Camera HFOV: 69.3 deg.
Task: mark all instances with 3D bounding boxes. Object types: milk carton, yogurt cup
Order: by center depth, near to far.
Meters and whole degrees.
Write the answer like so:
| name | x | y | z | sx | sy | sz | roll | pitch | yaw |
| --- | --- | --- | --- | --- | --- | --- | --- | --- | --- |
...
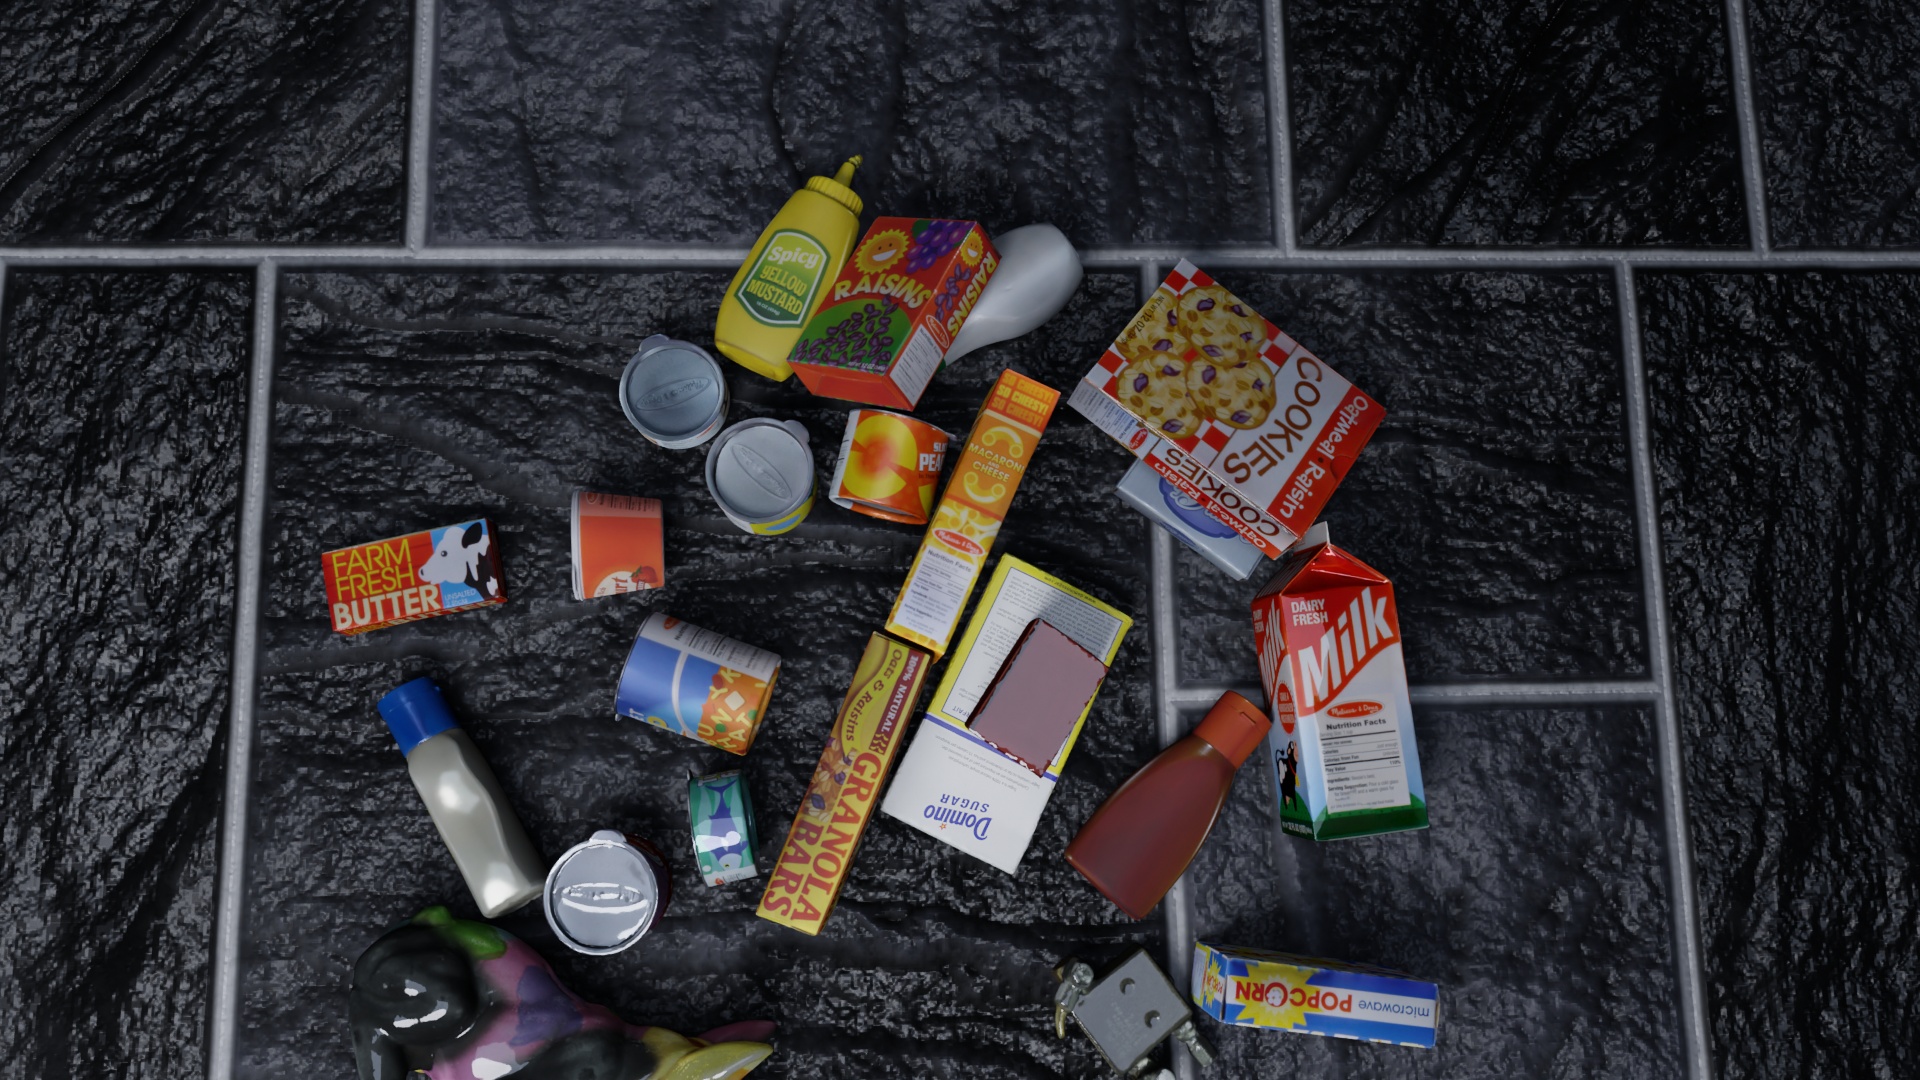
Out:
| name | x | y | z | sx | sy | sz | roll | pitch | yaw |
| --- | --- | --- | --- | --- | --- | --- | --- | --- | --- |
| yogurt cup | -0.211 | 0.002 | 0.860 | 0.054 | 0.072 | 0.072 | -2 | 82 | -12 |
| milk carton | 0.232 | 0.086 | 0.868 | 0.073 | 0.072 | 0.190 | -6 | 83 | -4 |

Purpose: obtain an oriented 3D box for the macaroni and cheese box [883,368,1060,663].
| name | x | y | z | sx | sy | sz | roll | pitch | yaw |
| --- | --- | --- | --- | --- | --- | --- | --- | --- | --- |
| macaroni and cheese box | 0.003 | -0.011 | 0.843 | 0.040 | 0.123 | 0.166 | 24 | 81 | -1 |

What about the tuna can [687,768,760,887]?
| name | x | y | z | sx | sy | sz | roll | pitch | yaw |
| --- | --- | --- | --- | --- | --- | --- | --- | --- | --- |
| tuna can | -0.143 | 0.170 | 0.836 | 0.033 | 0.071 | 0.071 | -11 | 82 | -6 |

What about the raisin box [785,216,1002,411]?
| name | x | y | z | sx | sy | sz | roll | pitch | yaw |
| --- | --- | --- | --- | --- | --- | --- | --- | --- | --- |
| raisin box | -0.041 | -0.144 | 0.869 | 0.086 | 0.040 | 0.124 | 12 | 64 | 37 |

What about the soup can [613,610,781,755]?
| name | x | y | z | sx | sy | sz | roll | pitch | yaw |
| --- | --- | --- | --- | --- | --- | --- | --- | --- | --- |
| soup can | -0.160 | 0.090 | 0.849 | 0.084 | 0.071 | 0.071 | 20 | 81 | -1 |

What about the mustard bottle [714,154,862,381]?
| name | x | y | z | sx | sy | sz | roll | pitch | yaw |
| --- | --- | --- | --- | --- | --- | --- | --- | --- | --- |
| mustard bottle | -0.102 | -0.185 | 0.901 | 0.065 | 0.048 | 0.160 | 25 | 81 | -1 |

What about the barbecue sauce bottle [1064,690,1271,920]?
| name | x | y | z | sx | sy | sz | roll | pitch | yaw |
| --- | --- | --- | --- | --- | --- | --- | --- | --- | --- |
| barbecue sauce bottle | 0.134 | 0.160 | 0.866 | 0.065 | 0.043 | 0.149 | 41 | 81 | 3 |

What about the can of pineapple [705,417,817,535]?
| name | x | y | z | sx | sy | sz | roll | pitch | yaw |
| --- | --- | --- | --- | --- | --- | --- | --- | --- | --- |
| can of pineapple | -0.122 | -0.040 | 0.874 | 0.071 | 0.058 | 0.071 | 0 | 82 | -3 |

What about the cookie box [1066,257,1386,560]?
| name | x | y | z | sx | sy | sz | roll | pitch | yaw |
| --- | --- | --- | --- | --- | --- | --- | --- | --- | --- |
| cookie box | 0.172 | -0.086 | 0.890 | 0.167 | 0.040 | 0.123 | 38 | 64 | 3 |

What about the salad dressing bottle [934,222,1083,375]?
| name | x | y | z | sx | sy | sz | roll | pitch | yaw |
| --- | --- | --- | --- | --- | --- | --- | --- | --- | --- |
| salad dressing bottle | 0.009 | -0.149 | 0.906 | 0.148 | 0.044 | 0.064 | -36 | 79 | -6 |

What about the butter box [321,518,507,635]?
| name | x | y | z | sx | sy | sz | roll | pitch | yaw |
| --- | --- | --- | --- | --- | --- | --- | --- | --- | --- |
| butter box | -0.341 | 0.023 | 0.868 | 0.103 | 0.024 | 0.053 | -13 | 82 | -5 |

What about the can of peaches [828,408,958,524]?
| name | x | y | z | sx | sy | sz | roll | pitch | yaw |
| --- | --- | --- | --- | --- | --- | --- | --- | --- | --- |
| can of peaches | -0.043 | -0.045 | 0.874 | 0.071 | 0.071 | 0.058 | 14 | 82 | -1 |

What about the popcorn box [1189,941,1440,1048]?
| name | x | y | z | sx | sy | sz | roll | pitch | yaw |
| --- | --- | --- | --- | --- | --- | --- | --- | --- | --- |
| popcorn box | 0.209 | 0.271 | 0.831 | 0.127 | 0.085 | 0.038 | 8 | 80 | -2 |

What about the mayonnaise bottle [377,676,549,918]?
| name | x | y | z | sx | sy | sz | roll | pitch | yaw |
| --- | --- | --- | --- | --- | --- | --- | --- | --- | --- |
| mayonnaise bottle | -0.299 | 0.153 | 0.834 | 0.041 | 0.064 | 0.148 | -32 | 81 | -9 |

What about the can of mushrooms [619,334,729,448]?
| name | x | y | z | sx | sy | sz | roll | pitch | yaw |
| --- | --- | --- | --- | --- | --- | --- | --- | --- | --- |
| can of mushrooms | -0.183 | -0.095 | 0.891 | 0.071 | 0.033 | 0.071 | 0 | 82 | -3 |

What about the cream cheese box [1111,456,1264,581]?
| name | x | y | z | sx | sy | sz | roll | pitch | yaw |
| --- | --- | --- | --- | --- | --- | --- | --- | --- | --- |
| cream cheese box | 0.156 | -0.024 | 0.904 | 0.104 | 0.024 | 0.053 | 36 | 82 | 2 |

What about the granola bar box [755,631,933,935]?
| name | x | y | z | sx | sy | sz | roll | pitch | yaw |
| --- | --- | --- | --- | --- | --- | --- | --- | --- | --- |
| granola bar box | -0.064 | 0.140 | 0.816 | 0.039 | 0.124 | 0.166 | 22 | 81 | 1 |

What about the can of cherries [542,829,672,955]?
| name | x | y | z | sx | sy | sz | roll | pitch | yaw |
| --- | --- | --- | --- | --- | --- | --- | --- | --- | --- |
| can of cherries | -0.208 | 0.207 | 0.831 | 0.071 | 0.058 | 0.071 | 0 | 81 | -2 |
